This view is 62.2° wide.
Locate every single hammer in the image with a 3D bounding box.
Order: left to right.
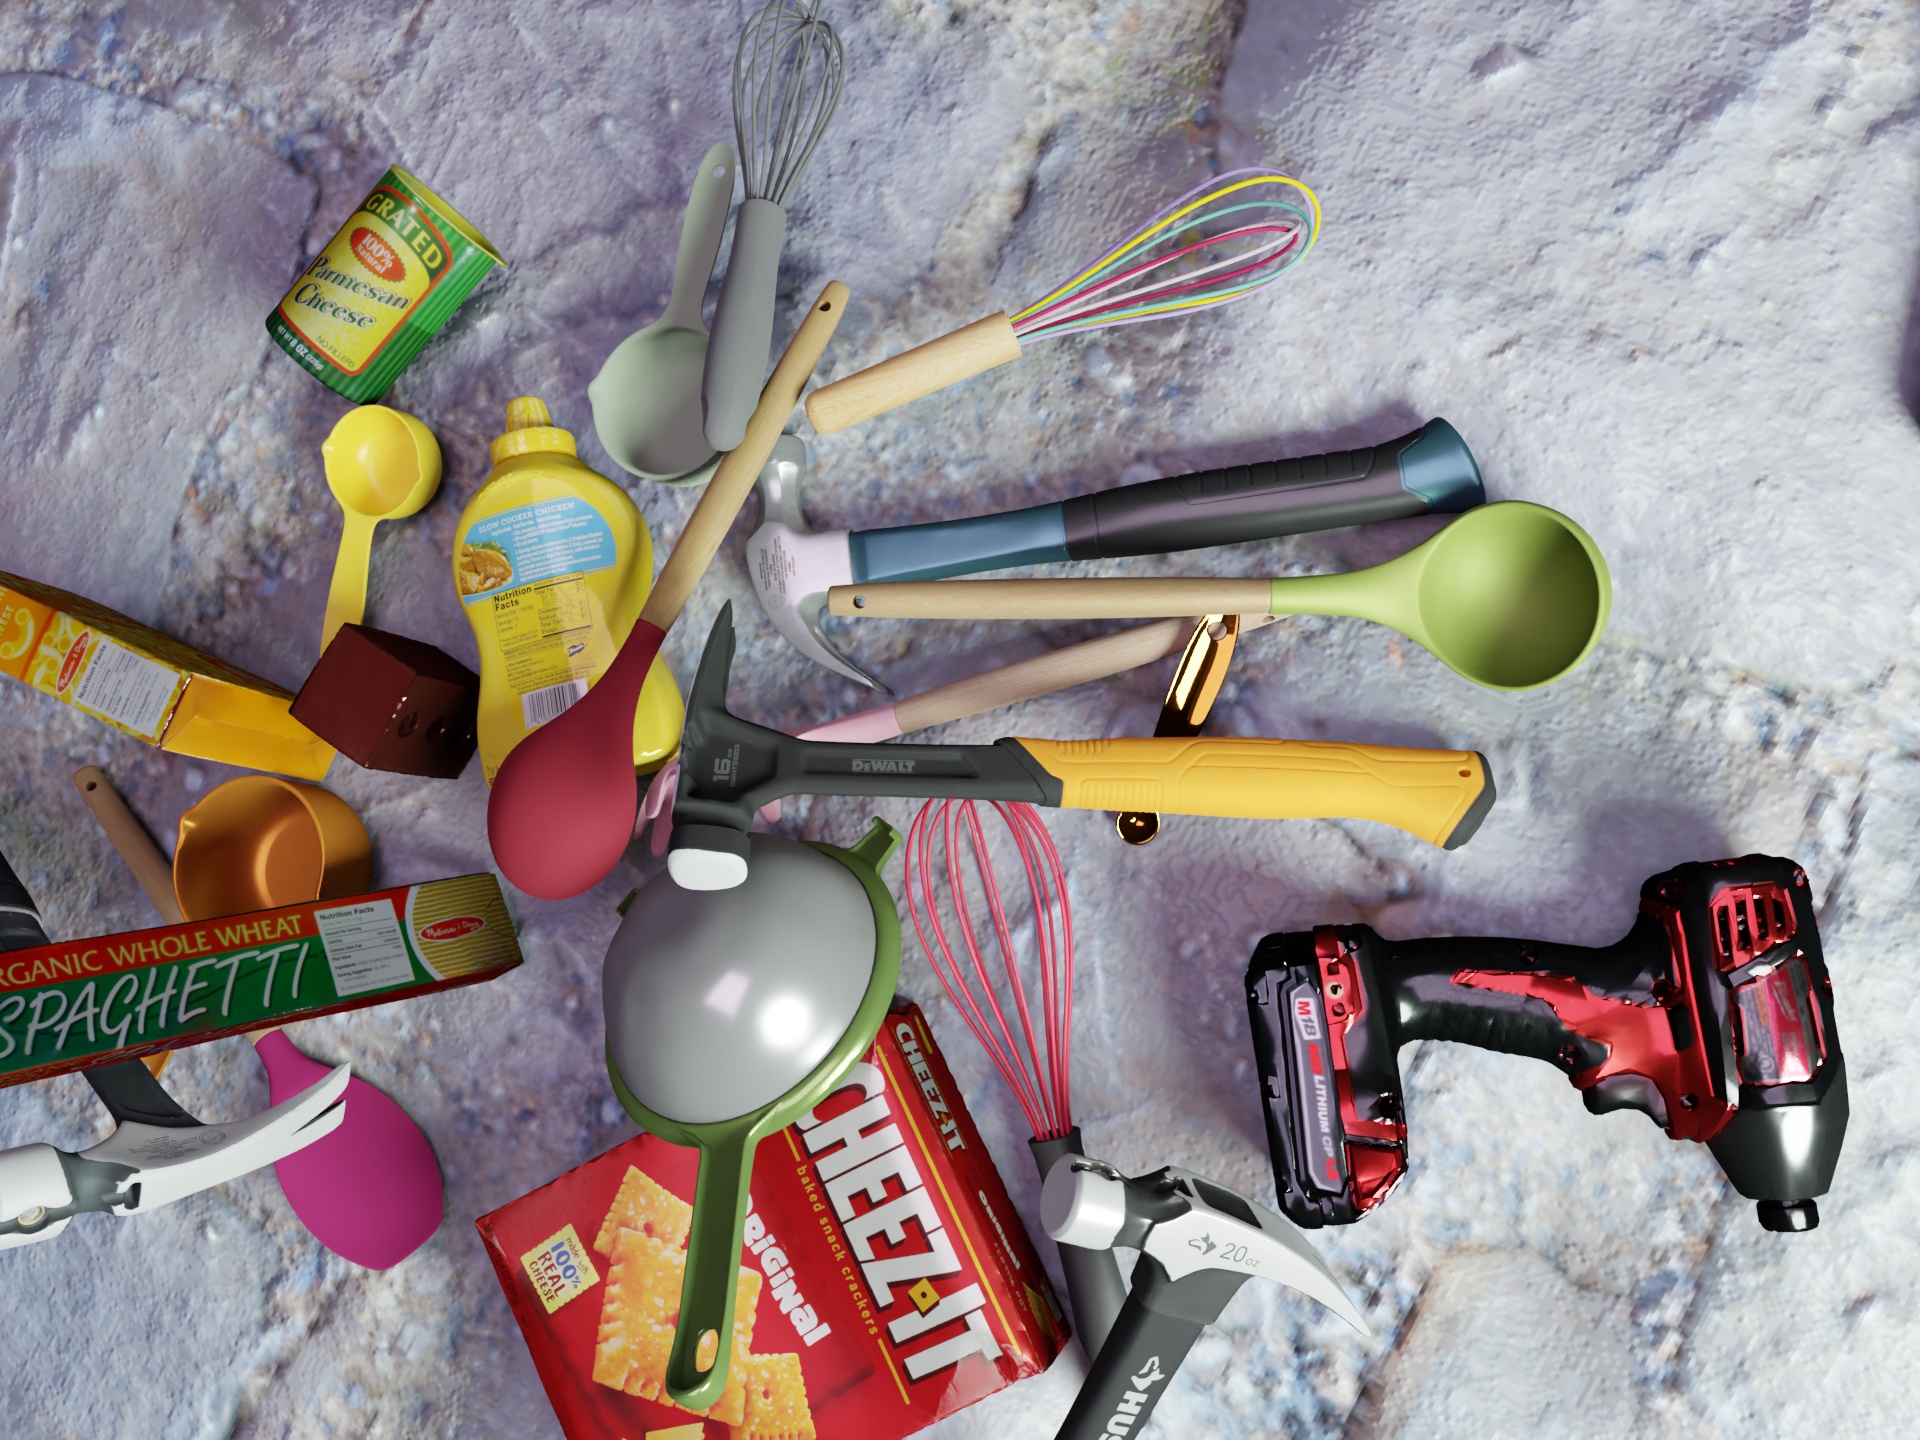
[{"bbox_3d":[-0.438,0.102,0.750,0.409,0.149,0.036,29,112,38],"label":"hammer"},{"bbox_3d":[0.039,0.331,0.651,0.146,0.035,0.334,20,105,-20],"label":"hammer"},{"bbox_3d":[0.052,0.016,0.664,0.337,0.034,0.127,3,56,-2],"label":"hammer"},{"bbox_3d":[0.062,-0.089,0.715,0.331,0.033,0.128,-7,82,14],"label":"hammer"}]

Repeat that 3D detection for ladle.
[{"bbox_3d":[-0.126,-0.065,0.722,0.069,0.031,0.315,26,81,8],"label":"ladle"},{"bbox_3d":[0.103,-0.051,0.660,0.320,0.062,0.078,0,98,3],"label":"ladle"}]

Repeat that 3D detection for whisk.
[{"bbox_3d":[-0.090,-0.235,0.739,0.055,0.055,0.239,4,74,15],"label":"whisk"},{"bbox_3d":[0.035,0.161,0.688,0.073,0.073,0.296,-16,86,13],"label":"whisk"},{"bbox_3d":[0.046,-0.179,0.715,0.245,0.047,0.051,-21,70,8],"label":"whisk"}]

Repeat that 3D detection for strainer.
[{"bbox_3d":[-0.107,0.142,0.653,0.151,0.069,0.257,-17,45,20],"label":"strainer"}]

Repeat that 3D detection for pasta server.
[{"bbox_3d":[-0.001,-0.002,0.722,0.316,0.060,0.040,-17,59,9],"label":"pasta server"}]

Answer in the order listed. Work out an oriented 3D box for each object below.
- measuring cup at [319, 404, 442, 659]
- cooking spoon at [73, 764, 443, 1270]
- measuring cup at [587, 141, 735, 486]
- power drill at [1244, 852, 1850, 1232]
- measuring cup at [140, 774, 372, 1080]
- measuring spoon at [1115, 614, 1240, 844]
[{"bbox_3d":[-0.304,-0.084,0.821,0.062,0.029,0.156,18,101,16],"label":"measuring cup"},{"bbox_3d":[-0.368,0.143,0.814,0.069,0.017,0.319,-39,76,-11],"label":"cooking spoon"},{"bbox_3d":[-0.126,-0.194,0.773,0.083,0.038,0.167,10,86,15],"label":"measuring cup"},{"bbox_3d":[0.231,0.137,0.631,0.219,0.078,0.143,-9,83,11],"label":"power drill"},{"bbox_3d":[-0.360,0.110,0.797,0.095,0.052,0.173,29,93,17],"label":"measuring cup"},{"bbox_3d":[0.096,0.001,0.701,0.021,0.011,0.117,21,100,-4],"label":"measuring spoon"}]
